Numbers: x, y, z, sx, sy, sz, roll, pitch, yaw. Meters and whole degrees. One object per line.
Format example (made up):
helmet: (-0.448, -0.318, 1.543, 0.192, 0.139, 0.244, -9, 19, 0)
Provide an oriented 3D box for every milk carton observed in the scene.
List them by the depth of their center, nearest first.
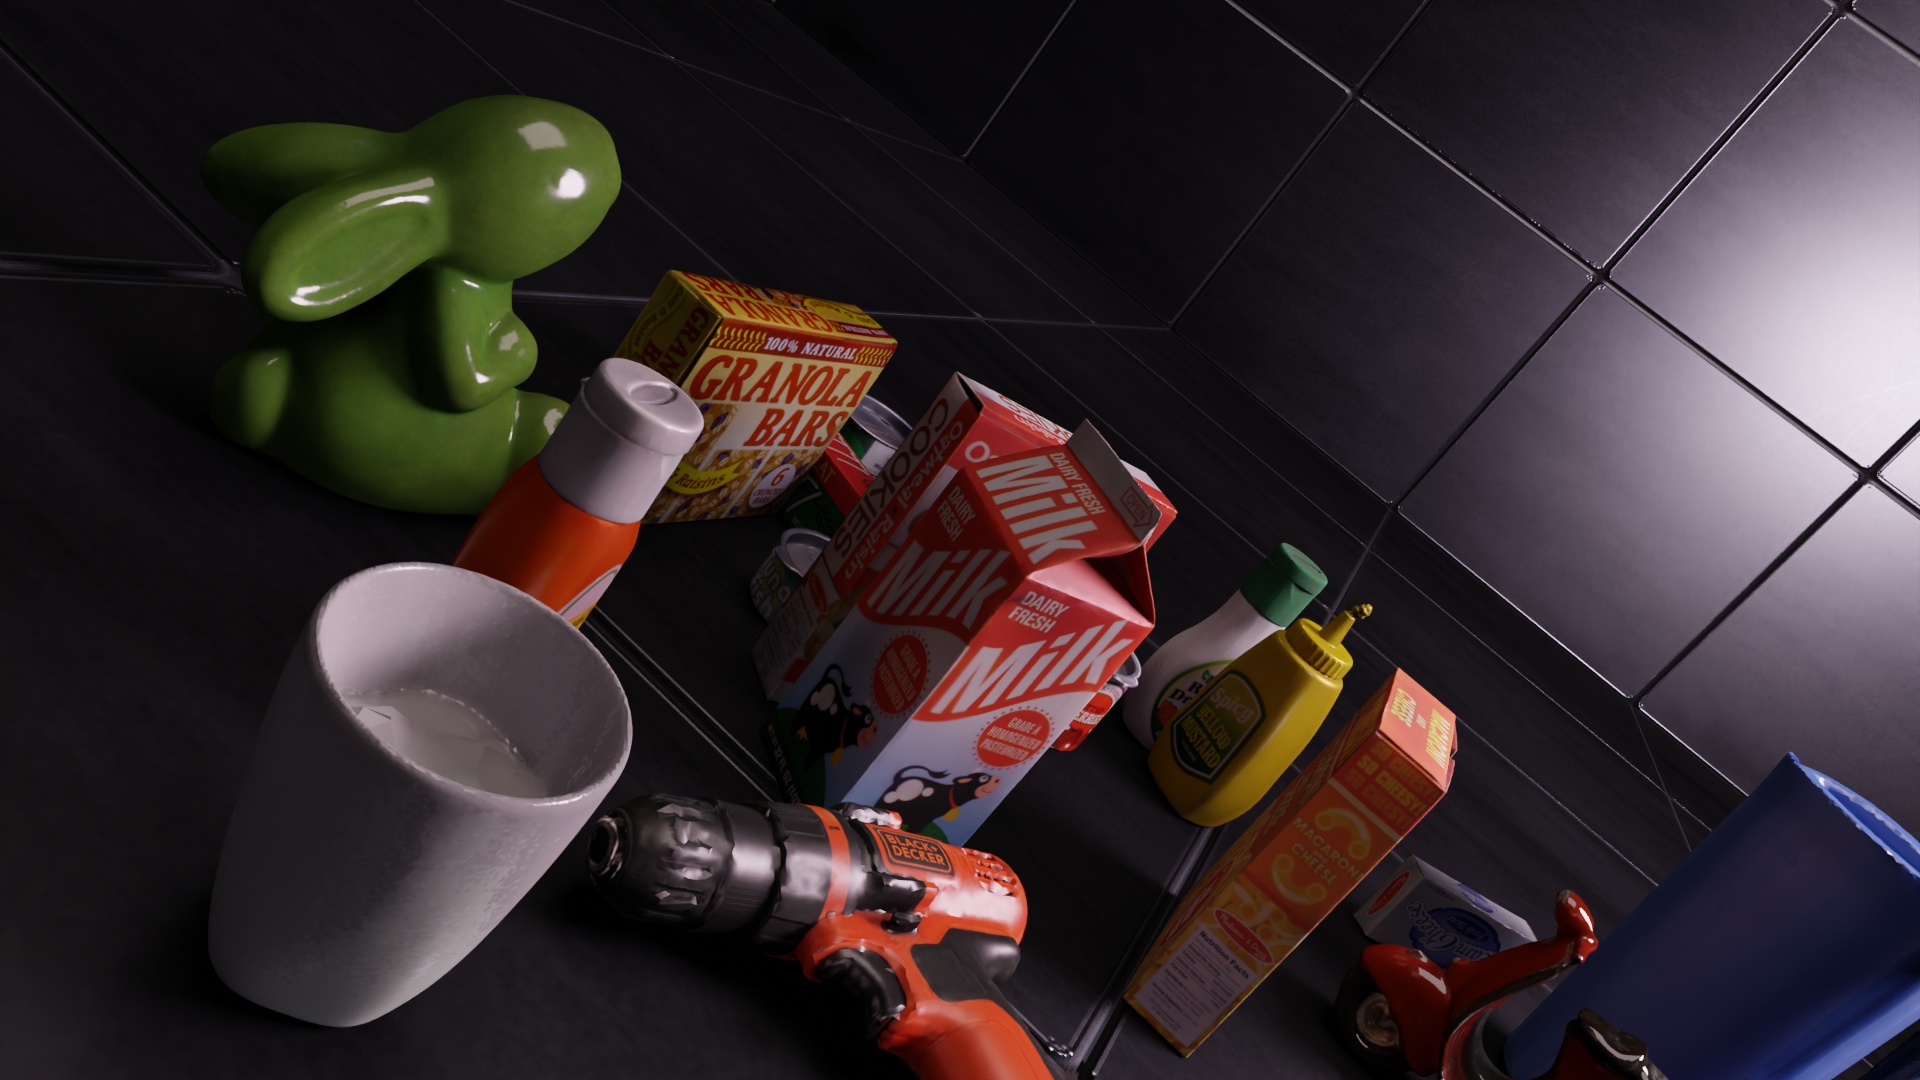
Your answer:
milk carton: (0.007, 0.041, 0.560, 0.073, 0.190, 0.072, 23, 23, -37)

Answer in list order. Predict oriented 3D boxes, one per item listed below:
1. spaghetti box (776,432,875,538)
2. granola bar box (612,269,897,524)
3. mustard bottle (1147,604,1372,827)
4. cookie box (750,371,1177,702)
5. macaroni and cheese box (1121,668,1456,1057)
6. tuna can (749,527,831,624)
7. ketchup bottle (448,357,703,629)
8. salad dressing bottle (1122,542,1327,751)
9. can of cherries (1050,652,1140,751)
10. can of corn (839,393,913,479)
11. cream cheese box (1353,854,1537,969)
spaghetti box: (-0.088, -0.041, 0.799, 0.029, 0.050, 0.251, 16, 28, -48)
granola bar box: (-0.115, -0.066, 0.695, 0.039, 0.124, 0.166, 44, 19, 17)
mustard bottle: (0.175, 0.092, 0.792, 0.049, 0.159, 0.065, 22, 24, -40)
cookie box: (0.002, 0.019, 0.638, 0.123, 0.167, 0.040, 24, 23, -35)
macaroni and cheese box: (0.153, 0.141, 0.628, 0.040, 0.166, 0.124, 42, 19, 12)
tuna can: (-0.072, 0.026, 0.697, 0.071, 0.032, 0.071, 33, 19, -13)
ketchup bottle: (-0.136, 0.010, 0.441, 0.043, 0.148, 0.065, 39, 18, 2)
salad dressing bottle: (0.160, 0.067, 0.843, 0.064, 0.147, 0.044, 29, 20, -24)
can of cherries: (0.058, 0.076, 0.776, 0.071, 0.058, 0.072, 33, 19, -13)
can of corn: (-0.066, -0.053, 0.854, 0.071, 0.058, 0.071, 33, 19, -13)
cream cheese box: (0.294, 0.234, 0.839, 0.104, 0.053, 0.024, 31, 20, -19)
